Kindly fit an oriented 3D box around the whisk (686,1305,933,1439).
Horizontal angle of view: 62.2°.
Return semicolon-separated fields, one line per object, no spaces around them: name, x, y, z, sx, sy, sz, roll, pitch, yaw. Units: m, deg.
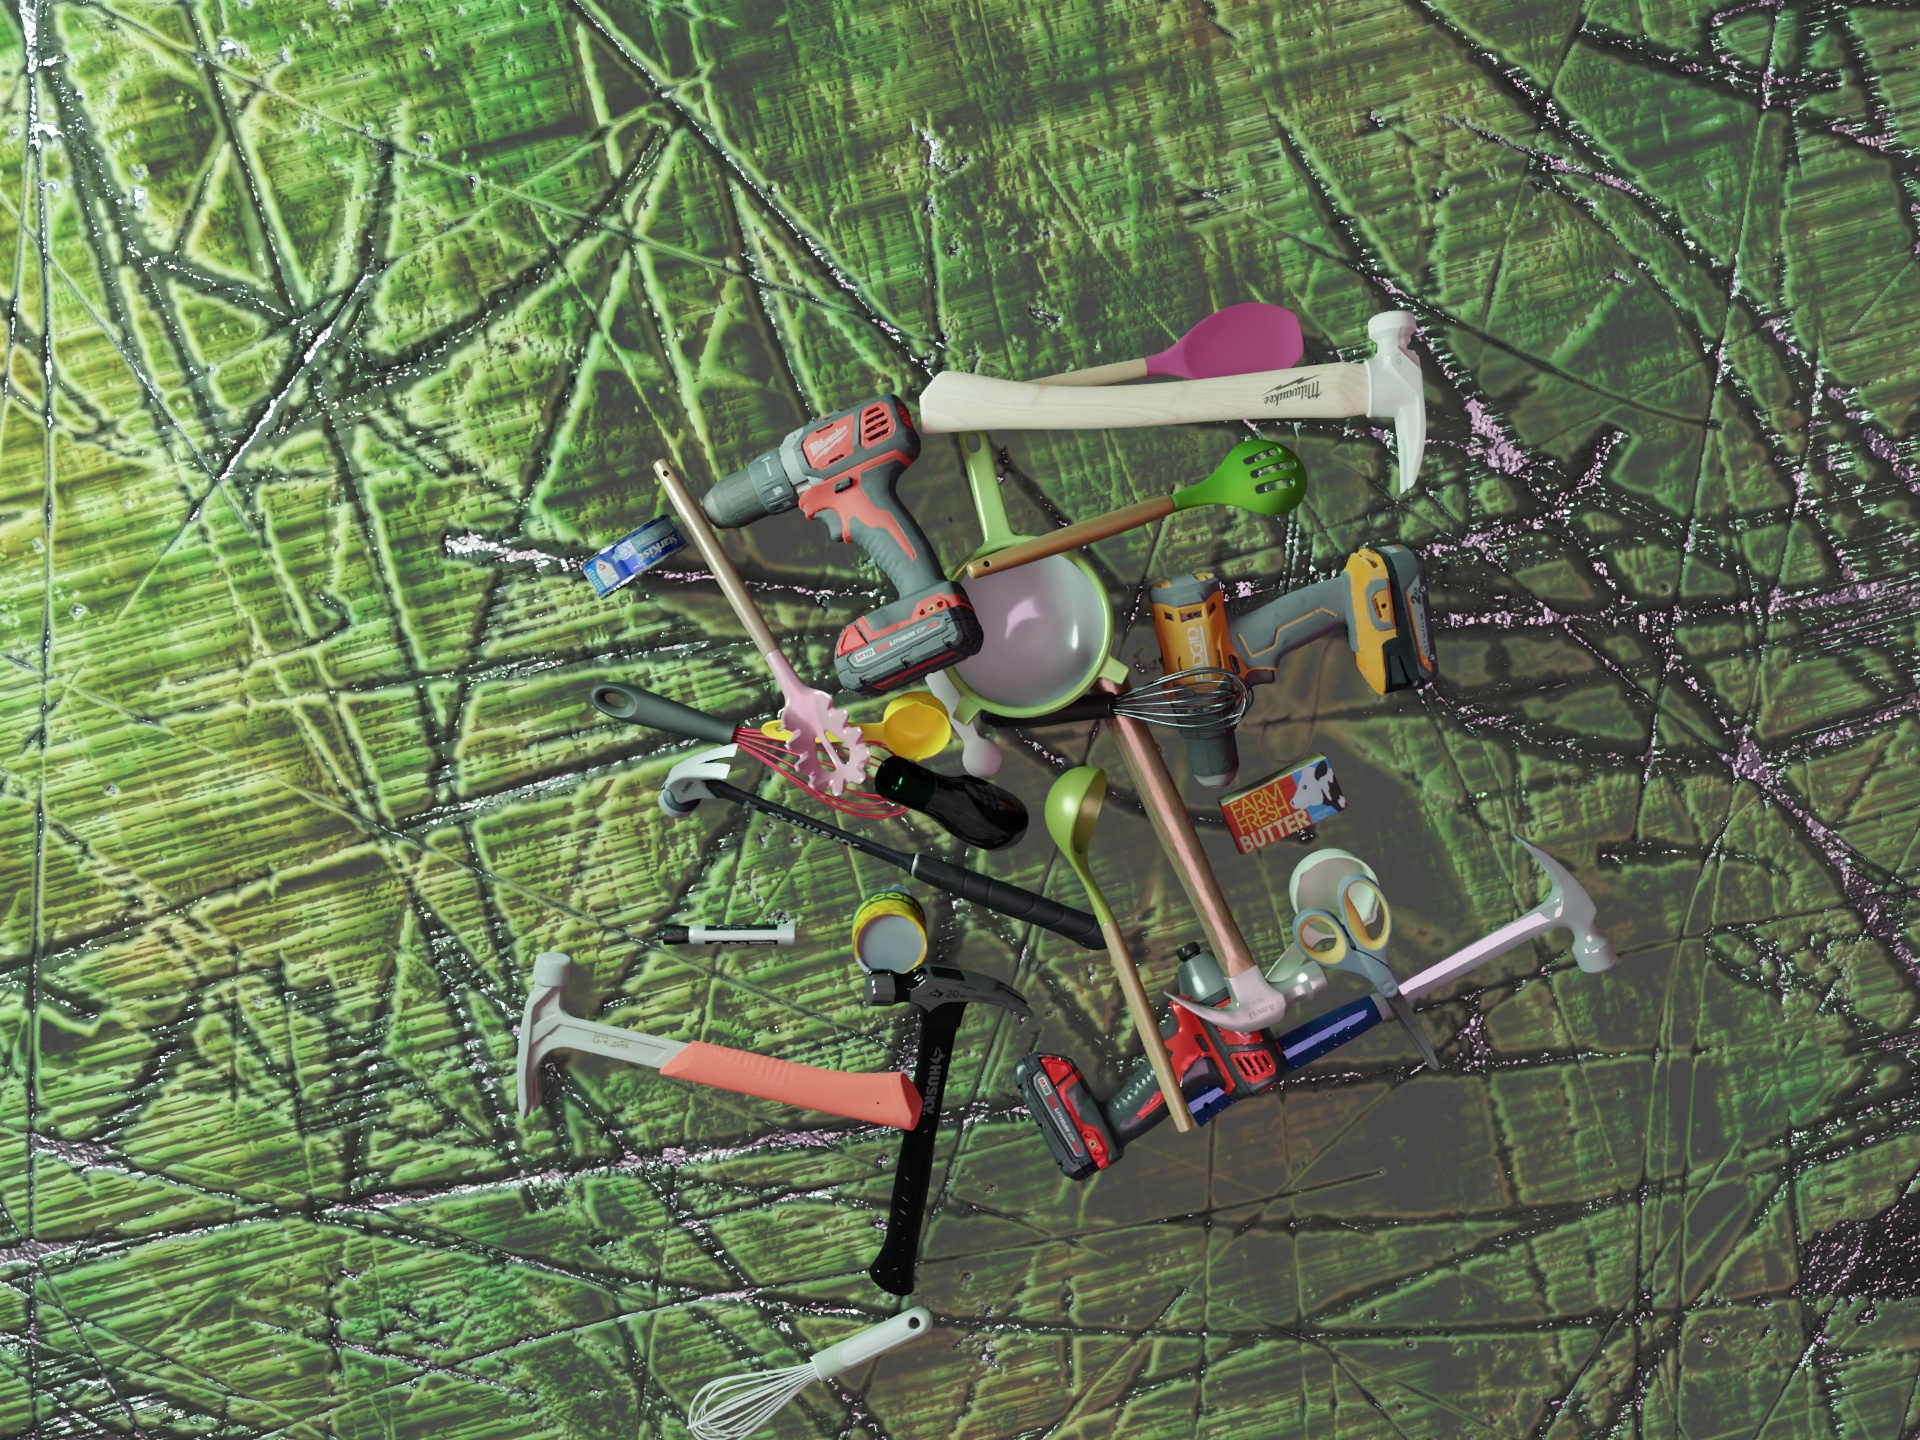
whisk;-0.139;0.602;1.469;0.246;0.059;0.058;-24;73;-2

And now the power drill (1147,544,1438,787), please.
power drill;0.283;-0.047;1.354;0.226;0.084;0.185;-11;103;3

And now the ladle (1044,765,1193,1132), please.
ladle;0.146;0.193;1.356;0.062;0.078;0.320;-22;84;20

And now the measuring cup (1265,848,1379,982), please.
measuring cup;0.306;0.188;1.420;0.083;0.038;0.167;31;102;-9

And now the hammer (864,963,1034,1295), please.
hammer;-0.031;0.369;1.410;0.146;0.035;0.334;4;111;-15

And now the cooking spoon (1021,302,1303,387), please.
cooking spoon;0.130;-0.291;1.329;0.319;0.017;0.068;-12;96;-1

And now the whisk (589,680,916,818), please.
whisk;-0.174;0.019;1.354;0.296;0.073;0.073;17;99;0

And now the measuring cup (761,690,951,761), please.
measuring cup;-0.086;0.001;1.319;0.156;0.029;0.062;1;126;0

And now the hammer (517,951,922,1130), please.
hammer;-0.210;0.306;1.368;0.359;0.037;0.149;10;99;11

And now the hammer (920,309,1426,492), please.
hammer;0.173;-0.251;1.299;0.410;0.038;0.146;-3;85;-1

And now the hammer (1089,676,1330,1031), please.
hammer;0.190;0.111;1.364;0.130;0.031;0.331;-25;87;-6

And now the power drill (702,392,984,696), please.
power drill;-0.096;-0.134;1.295;0.188;0.080;0.227;-23;81;10

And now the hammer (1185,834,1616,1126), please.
hammer;0.382;0.249;1.434;0.405;0.035;0.144;-29;101;3

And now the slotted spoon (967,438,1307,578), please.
slotted spoon;0.151;-0.168;1.304;0.313;0.031;0.070;-19;79;-14

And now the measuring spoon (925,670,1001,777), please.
measuring spoon;-0.002;-0.004;1.375;0.034;0.018;0.124;-29;100;3

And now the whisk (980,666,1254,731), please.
whisk;0.127;-0.011;1.333;0.239;0.055;0.055;-4;102;24

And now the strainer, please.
strainer;0.043;-0.127;1.341;0.151;0.069;0.256;-16;84;10

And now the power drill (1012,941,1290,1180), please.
power drill;0.163;0.299;1.400;0.219;0.078;0.143;-28;77;-1

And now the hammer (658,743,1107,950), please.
hammer;-0.052;0.115;1.355;0.408;0.149;0.036;22;67;-13

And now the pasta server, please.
pasta server;-0.167;-0.079;1.287;0.060;0.040;0.316;-31;84;-3
